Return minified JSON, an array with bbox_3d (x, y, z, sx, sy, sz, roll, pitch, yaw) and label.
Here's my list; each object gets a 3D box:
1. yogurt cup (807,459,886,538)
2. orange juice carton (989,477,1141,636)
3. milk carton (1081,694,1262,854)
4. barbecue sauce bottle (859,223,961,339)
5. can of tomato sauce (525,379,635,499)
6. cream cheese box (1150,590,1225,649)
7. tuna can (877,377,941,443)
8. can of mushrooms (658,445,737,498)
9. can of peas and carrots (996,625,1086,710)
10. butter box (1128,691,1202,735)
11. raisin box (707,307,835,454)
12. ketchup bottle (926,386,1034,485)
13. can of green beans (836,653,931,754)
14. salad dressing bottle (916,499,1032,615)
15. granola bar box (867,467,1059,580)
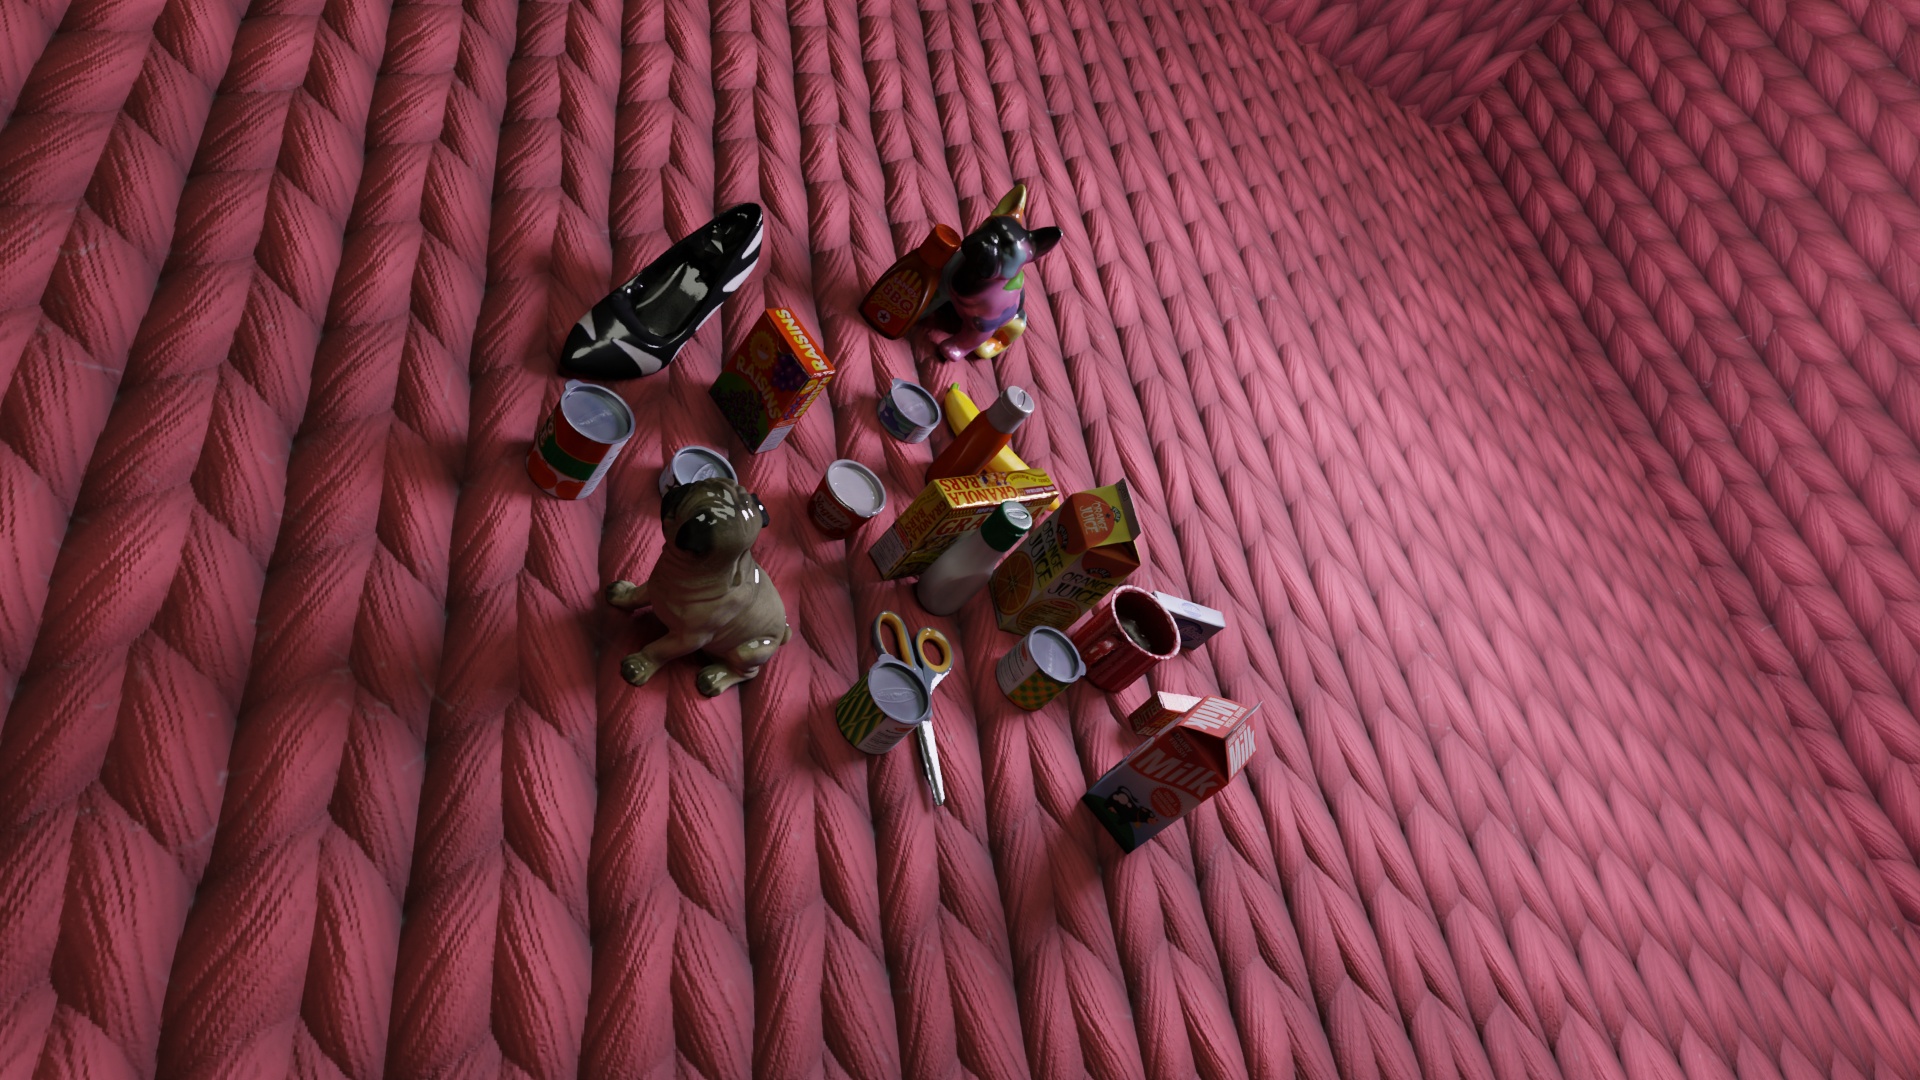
[{"bbox_3d":[-0.115,-0.038,1.373,0.072,0.053,0.073,25,41,-24],"label":"yogurt cup"},{"bbox_3d":[0.116,0.019,1.416,0.073,0.191,0.072,16,45,-32],"label":"orange juice carton"},{"bbox_3d":[0.210,0.213,1.318,0.073,0.189,0.072,50,37,8],"label":"milk carton"},{"bbox_3d":[-0.054,-0.301,1.603,0.065,0.148,0.044,41,37,-5],"label":"barbecue sauce bottle"},{"bbox_3d":[-0.330,-0.086,1.196,0.071,0.082,0.071,25,41,-24],"label":"can of tomato sauce"},{"bbox_3d":[0.245,0.092,1.581,0.104,0.053,0.024,18,44,-30],"label":"cream cheese box"},{"bbox_3d":[-0.059,-0.144,1.543,0.071,0.032,0.071,25,41,-24],"label":"tuna can"},{"bbox_3d":[-0.241,-0.051,1.285,0.071,0.033,0.071,25,41,-24],"label":"can of mushrooms"},{"bbox_3d":[0.080,0.129,1.389,0.071,0.058,0.071,25,41,-24],"label":"can of peas and carrots"},{"bbox_3d":[0.234,0.189,1.479,0.103,0.053,0.024,13,47,-34],"label":"butter box"},{"bbox_3d":[-0.187,-0.156,1.362,0.040,0.122,0.086,-18,68,-50],"label":"raisin box"},{"bbox_3d":[0.021,-0.105,1.483,0.043,0.148,0.065,33,38,-15],"label":"ketchup bottle"},{"bbox_3d":[-0.069,0.148,1.234,0.071,0.057,0.071,25,41,-24],"label":"can of green beans"},{"bbox_3d":[0.014,0.017,1.361,0.064,0.147,0.044,4,53,-41],"label":"salad dressing bottle"},{"bbox_3d":[0.005,-0.018,1.406,0.166,0.123,0.039,-9,62,-47],"label":"granola bar box"}]
